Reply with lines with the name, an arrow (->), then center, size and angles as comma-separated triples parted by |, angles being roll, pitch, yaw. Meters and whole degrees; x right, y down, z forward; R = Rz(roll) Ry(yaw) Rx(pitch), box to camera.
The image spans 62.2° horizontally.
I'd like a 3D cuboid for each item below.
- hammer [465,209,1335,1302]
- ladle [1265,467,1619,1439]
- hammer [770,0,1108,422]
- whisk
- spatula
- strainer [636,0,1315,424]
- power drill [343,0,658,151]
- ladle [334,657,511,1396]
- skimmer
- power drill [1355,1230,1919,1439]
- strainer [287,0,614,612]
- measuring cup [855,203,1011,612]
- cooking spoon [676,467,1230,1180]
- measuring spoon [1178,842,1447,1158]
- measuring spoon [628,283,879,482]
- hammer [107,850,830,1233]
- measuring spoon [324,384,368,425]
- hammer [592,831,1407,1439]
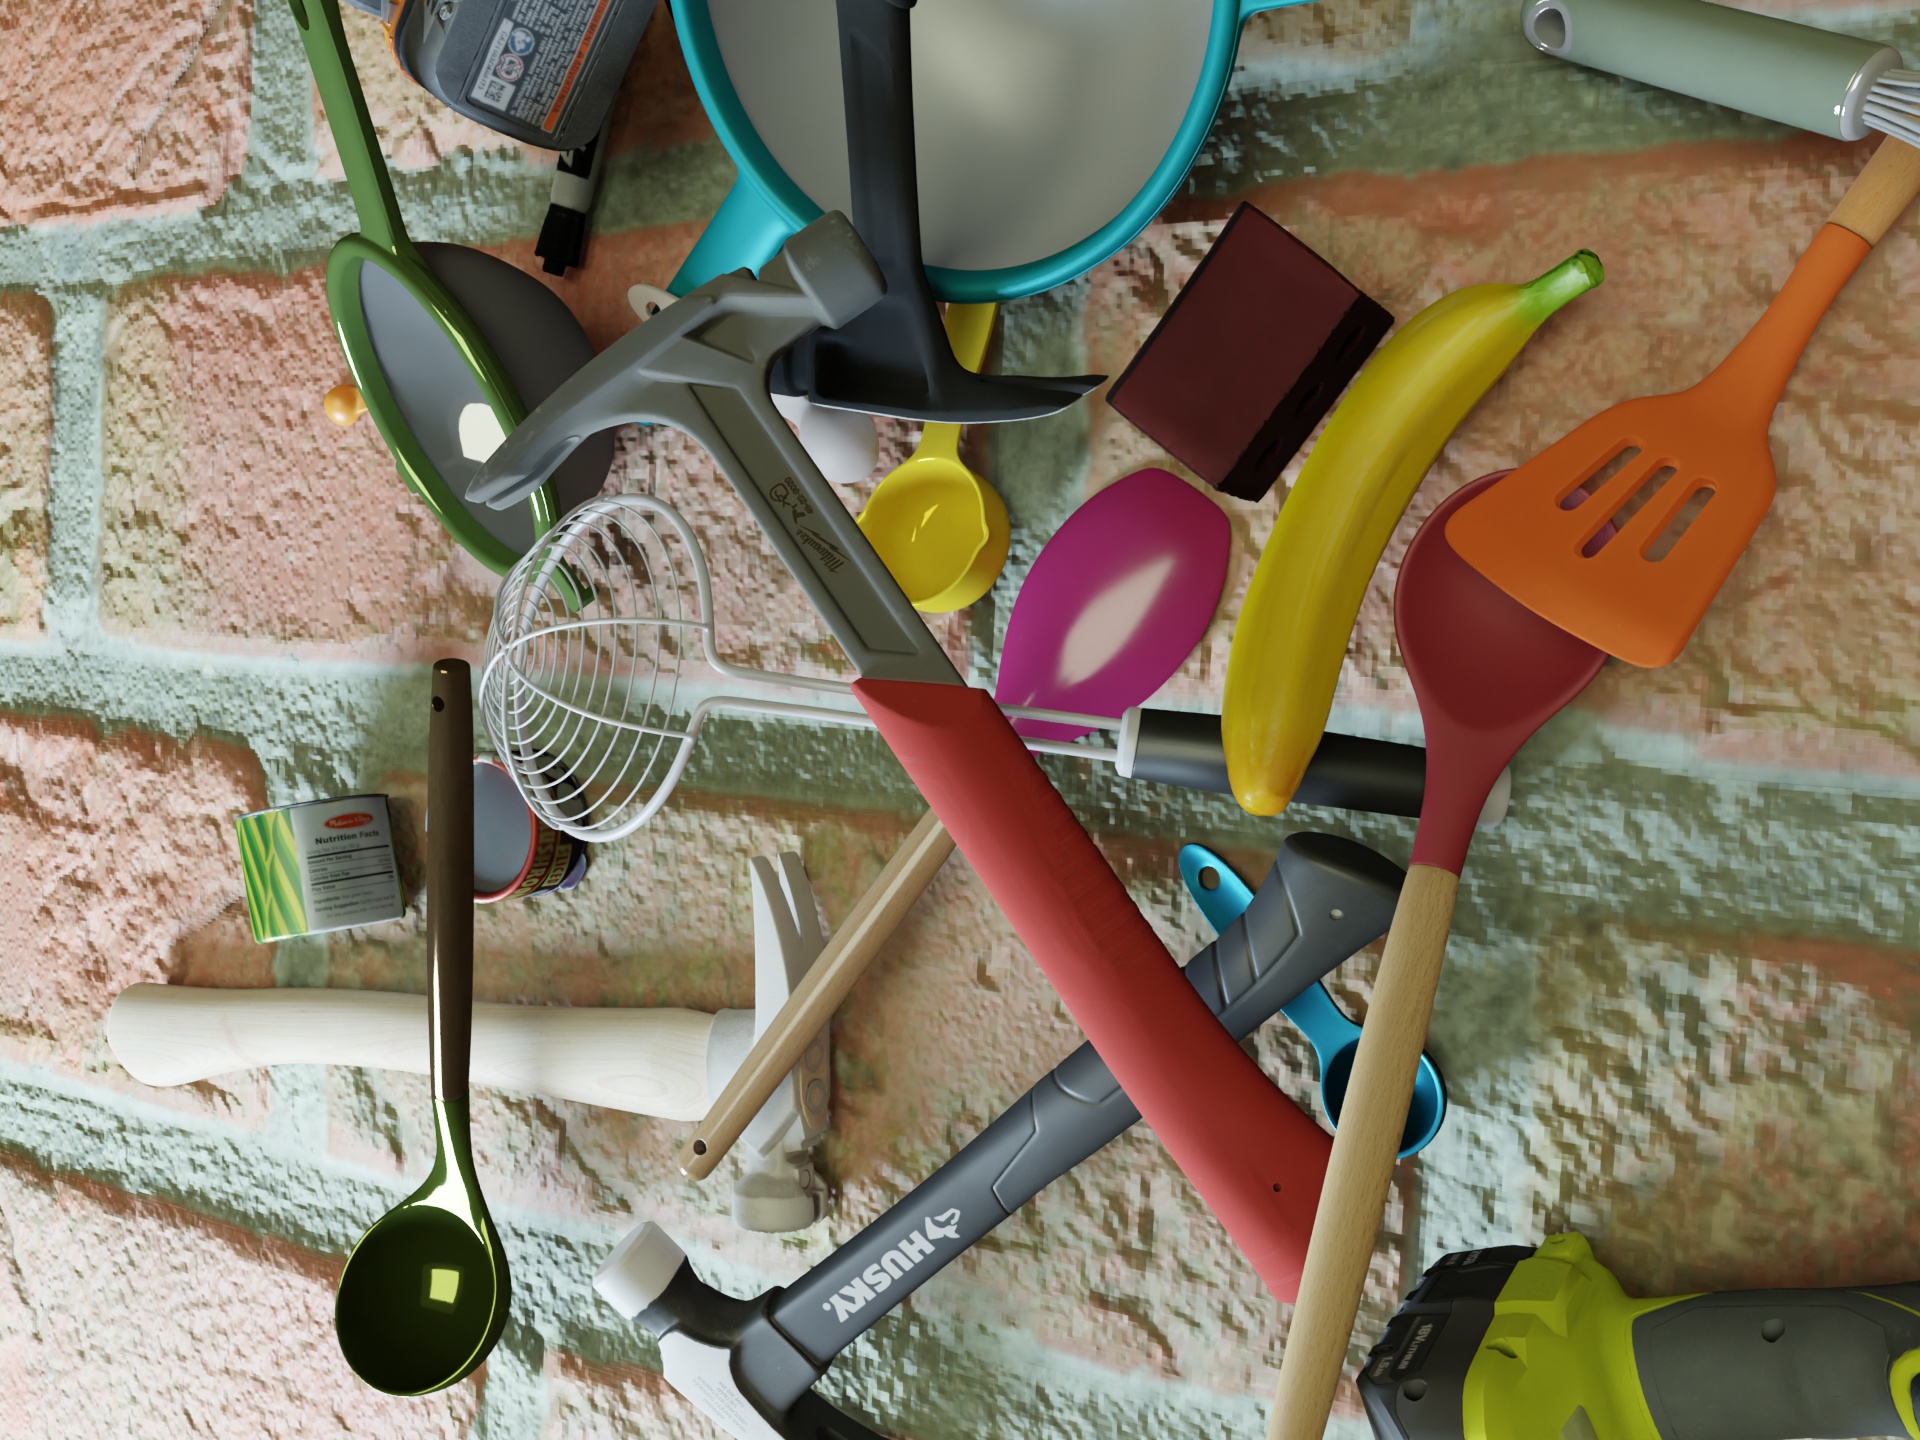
hammer -> 0.000, 0.026, 0.496 | 0.149, 0.036, 0.359 | -35, 86, 5
ladle -> 0.135, 0.069, 0.468 | 0.069, 0.031, 0.315 | 13, 72, 22
hammer -> -0.022, -0.253, 0.470 | 0.127, 0.034, 0.336 | 13, 123, 28
whisk -> 0.251, -0.165, 0.424 | 0.059, 0.057, 0.247 | -34, 47, -16
spatula -> 0.266, -0.161, 0.449 | 0.081, 0.041, 0.322 | 42, 108, 32
strainer -> -0.025, -0.226, 0.577 | 0.211, 0.095, 0.340 | 49, 133, -1
power drill -> -0.194, -0.341, 0.631 | 0.227, 0.084, 0.164 | 48, 115, 37
ladle -> -0.208, 0.129, 0.622 | 0.078, 0.062, 0.320 | 18, 115, 22
skimmer -> -0.001, -0.002, 0.560 | 0.363, 0.090, 0.127 | 8, 89, 6
power drill -> 0.226, 0.174, 0.397 | 0.228, 0.190, 0.080 | -22, 83, 30
strainer -> -0.193, -0.176, 0.617 | 0.152, 0.069, 0.256 | 33, 144, 35
measuring cup -> 0.003, -0.115, 0.597 | 0.062, 0.029, 0.156 | 9, 83, 35
cooking spoon -> -0.010, 0.045, 0.585 | 0.069, 0.017, 0.319 | 39, 98, 20
measuring spoon -> 0.119, 0.091, 0.546 | 0.042, 0.021, 0.129 | -50, 61, 25
measuring spoon -> -0.083, -0.129, 0.602 | 0.124, 0.018, 0.034 | 36, 135, 13
hammer -> -0.239, 0.132, 0.714 | 0.411, 0.038, 0.146 | -2, 89, 27
measuring spoon -> -0.250, -0.158, 0.726 | 0.117, 0.011, 0.021 | -12, 86, 27
hammer -> 0.025, 0.156, 0.557 | 0.146, 0.035, 0.334 | 46, 110, -3
